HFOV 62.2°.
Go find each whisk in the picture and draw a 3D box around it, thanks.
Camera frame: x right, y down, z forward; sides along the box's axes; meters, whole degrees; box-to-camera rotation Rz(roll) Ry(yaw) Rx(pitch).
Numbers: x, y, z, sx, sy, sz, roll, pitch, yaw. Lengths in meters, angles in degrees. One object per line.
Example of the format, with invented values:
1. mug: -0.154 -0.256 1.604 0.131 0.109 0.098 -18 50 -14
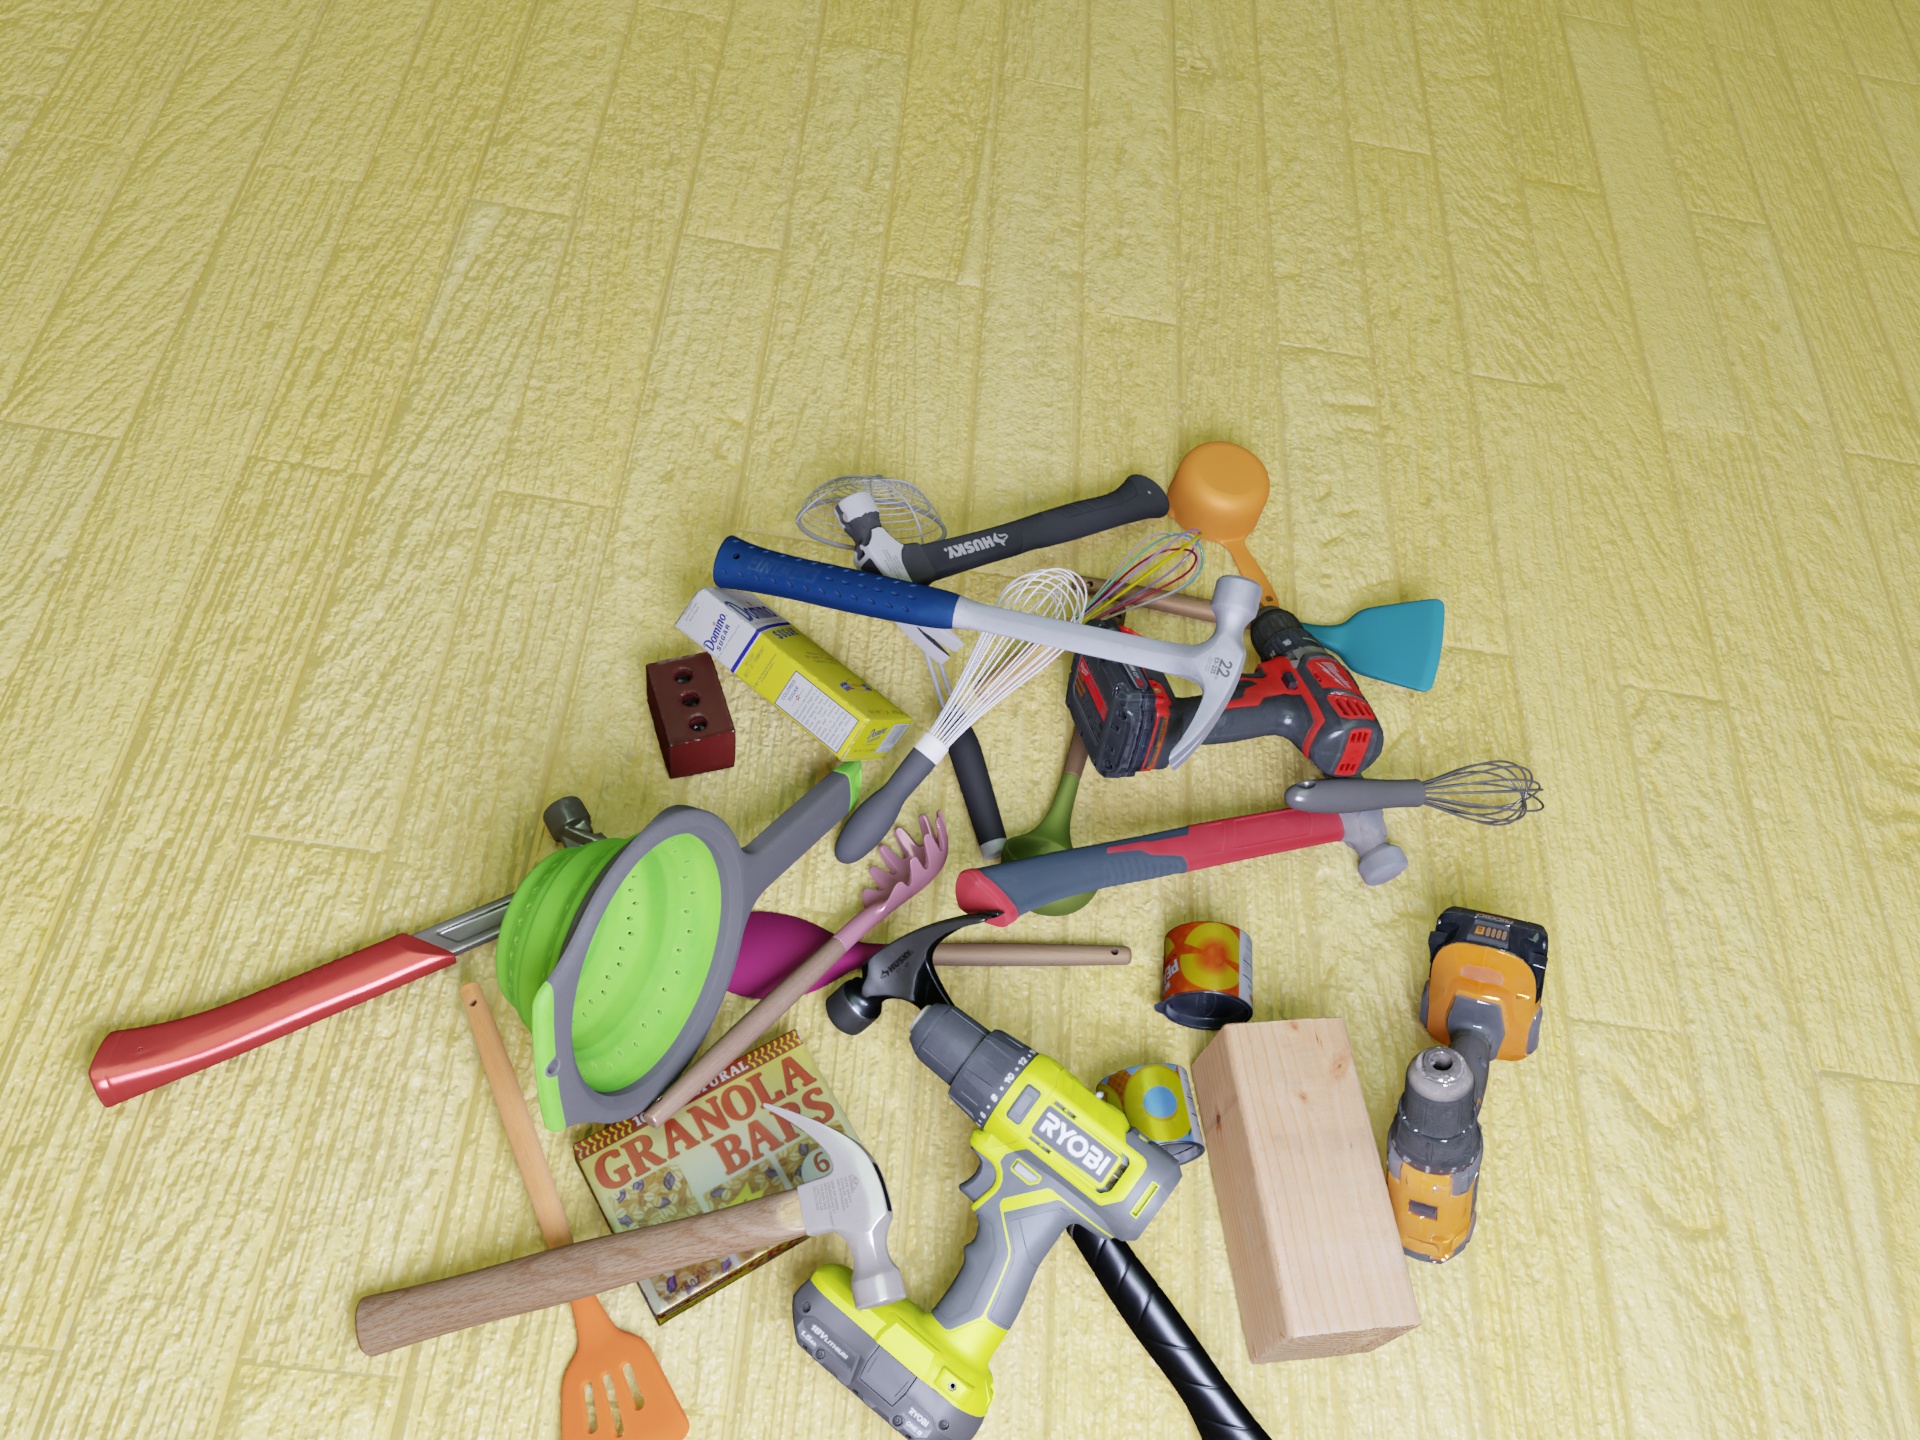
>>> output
1. whisk: 0.362 0.060 1.259 0.239 0.055 0.055 0 58 -21
2. whisk: -0.001 -0.003 1.208 0.070 0.070 0.284 38 85 13
3. whisk: 0.111 -0.088 1.330 0.245 0.051 0.047 -36 31 -15

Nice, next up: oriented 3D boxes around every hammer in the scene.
1. hammer: 0.058 -0.151 1.330 0.334 0.035 0.146 -20 77 -39
2. hammer: -0.205 0.323 0.962 0.331 0.031 0.130 -15 68 2
3. hammer: 0.006 -0.072 1.172 0.405 0.035 0.144 13 77 15
4. hammer: 0.072 0.309 1.050 0.409 0.149 0.036 53 25 15
5. hammer: -0.394 0.177 1.080 0.359 0.036 0.149 -23 65 -23
6. hammer: 0.162 0.084 1.197 0.386 0.038 0.143 -7 58 -31

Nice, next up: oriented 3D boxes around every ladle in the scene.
1. ladle: 0.099 0.019 1.265 0.078 0.062 0.320 24 53 -7

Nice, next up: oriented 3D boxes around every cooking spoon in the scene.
1. cooking spoon: -0.030 0.171 1.164 0.319 0.017 0.069 2 58 -9

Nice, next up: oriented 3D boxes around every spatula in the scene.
1. spatula: -0.261 0.311 1.003 0.081 0.041 0.323 -24 71 -6
2. spatula: 0.253 -0.091 1.371 0.317 0.044 0.082 11 82 -2

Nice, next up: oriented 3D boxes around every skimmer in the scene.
1. skimmer: -0.036 -0.049 1.298 0.127 0.090 0.363 -8 70 -28

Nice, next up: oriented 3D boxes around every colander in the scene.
1. colander: -0.194 0.112 1.086 0.094 0.204 0.397 14 30 21

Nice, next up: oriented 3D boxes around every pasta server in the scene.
1. pasta server: -0.108 0.168 1.112 0.316 0.060 0.040 -41 105 -37

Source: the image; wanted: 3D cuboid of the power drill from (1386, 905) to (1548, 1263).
1. power drill: 0.344 0.230 1.092 0.084 0.185 0.226 11 45 25

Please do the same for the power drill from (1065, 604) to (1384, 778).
1. power drill: 0.202 -0.031 1.257 0.226 0.080 0.188 0 37 -15

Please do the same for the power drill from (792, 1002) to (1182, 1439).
1. power drill: 0.000 0.309 0.992 0.191 0.080 0.228 35 84 14

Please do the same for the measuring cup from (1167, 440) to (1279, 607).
1. measuring cup: 0.250 -0.177 1.419 0.095 0.052 0.174 -12 59 -18
